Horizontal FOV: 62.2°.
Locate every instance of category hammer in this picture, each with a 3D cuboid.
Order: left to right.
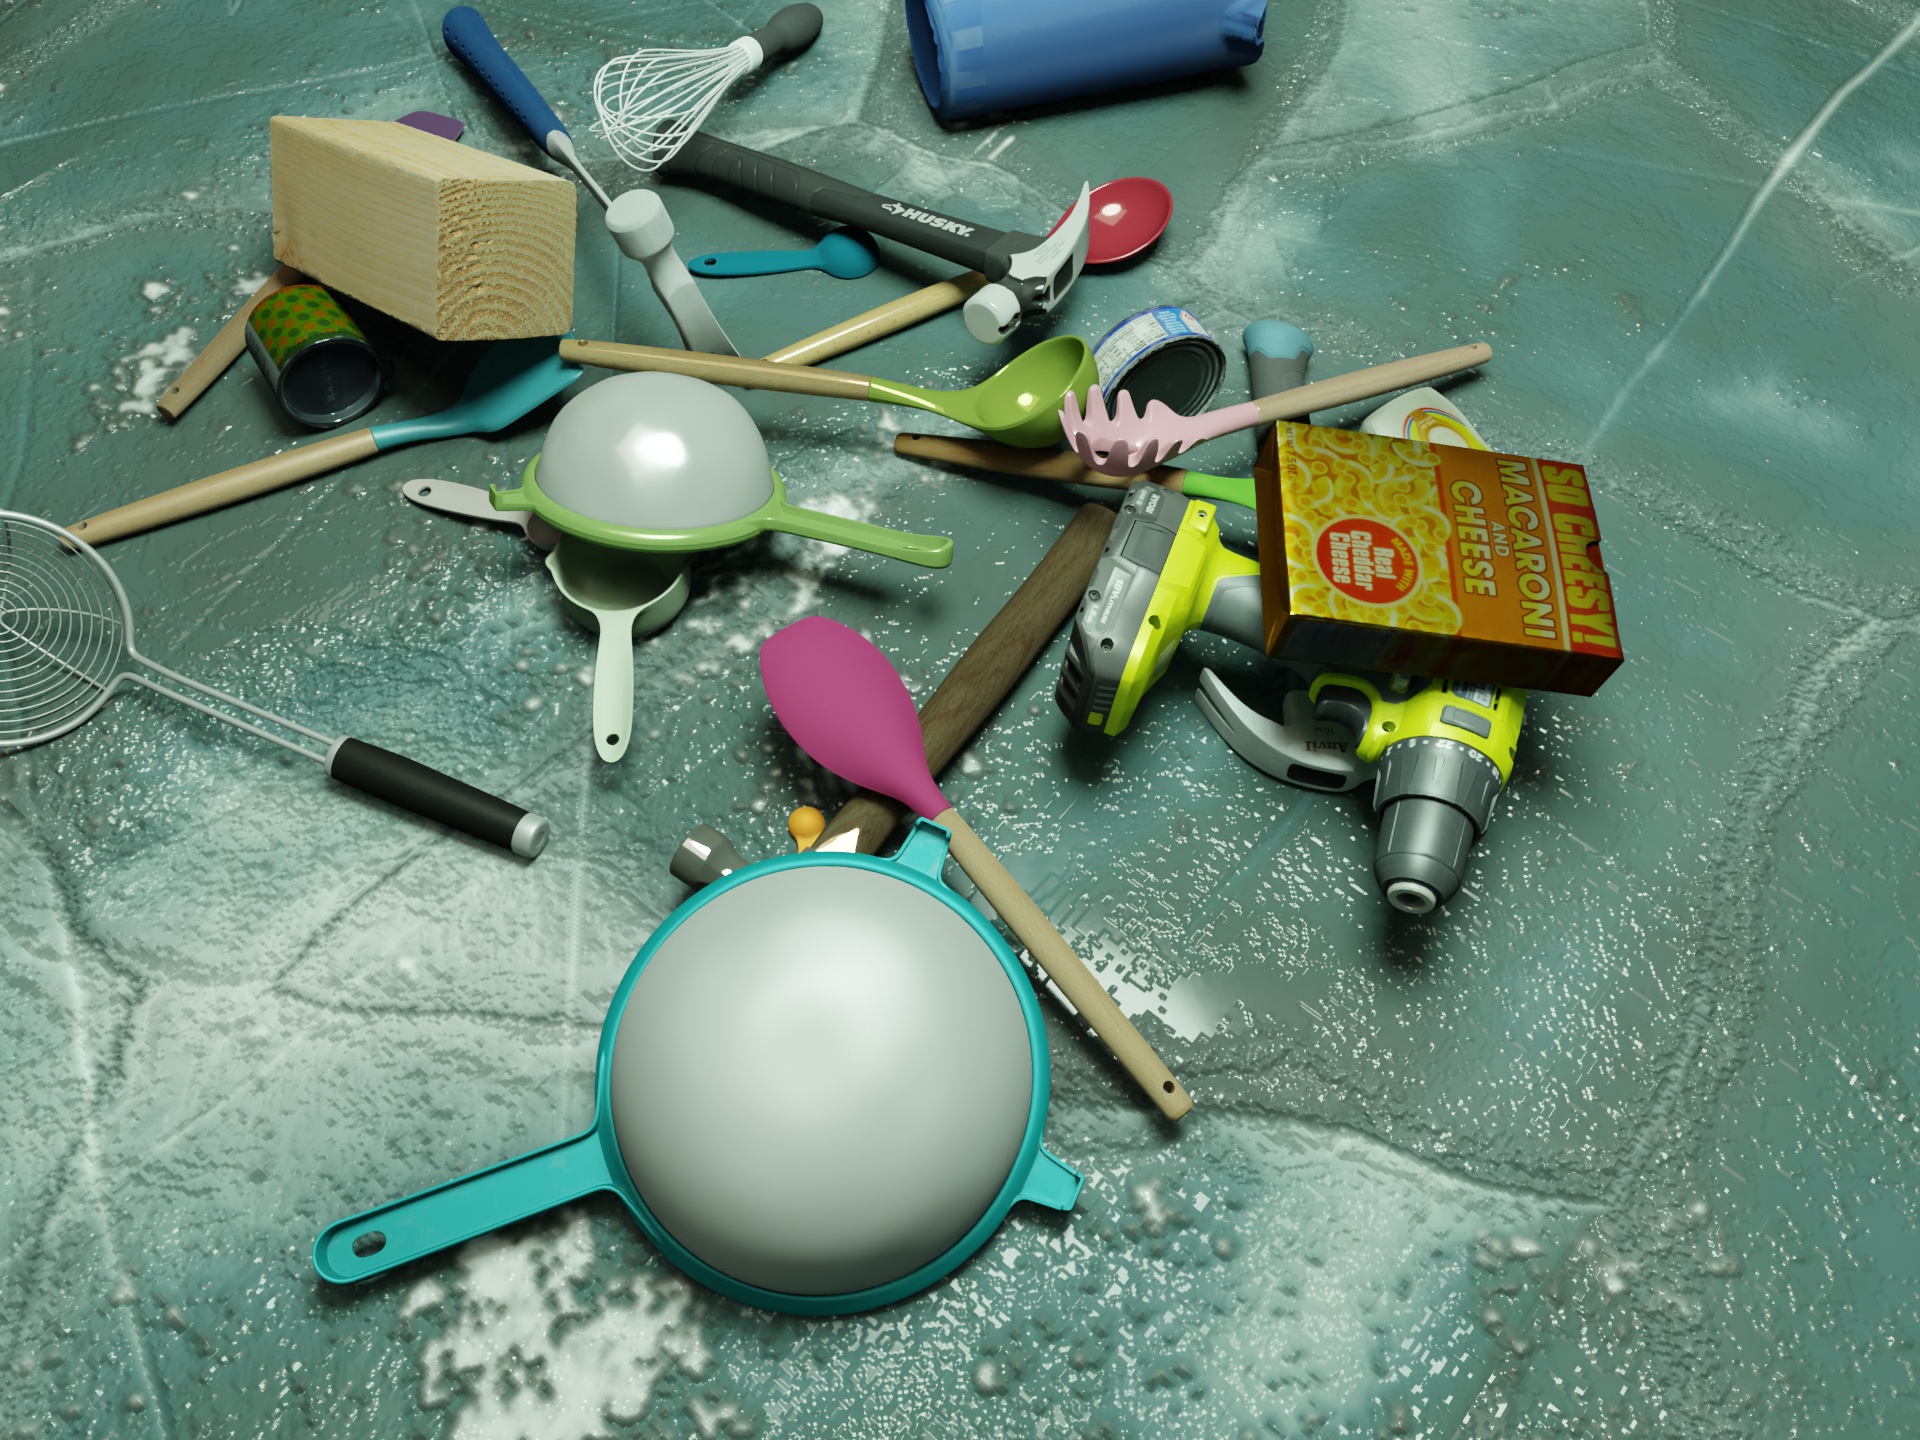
[{"bbox_3d":[-0.259,-0.369,1.052,0.035,0.143,0.406,-34,54,-5],"label":"hammer"},{"bbox_3d":[-0.069,-0.342,1.047,0.335,0.035,0.146,26,54,24],"label":"hammer"},{"bbox_3d":[-0.001,-0.003,0.855,0.130,0.031,0.331,34,61,10],"label":"hammer"},{"bbox_3d":[0.197,-0.108,0.929,0.128,0.033,0.331,2,58,-1],"label":"hammer"}]

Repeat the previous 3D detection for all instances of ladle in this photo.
[{"bbox_3d":[-0.079,-0.208,0.932,0.320,0.062,0.078,8,46,3],"label":"ladle"},{"bbox_3d":[0.001,-0.283,1.040,0.315,0.031,0.069,-26,57,-14],"label":"ladle"}]

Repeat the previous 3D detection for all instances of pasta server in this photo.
[{"bbox_3d":[0.195,-0.192,0.937,0.316,0.040,0.060,-18,47,-23],"label":"pasta server"}]

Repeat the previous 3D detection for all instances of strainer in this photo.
[{"bbox_3d":[-0.123,0.172,0.692,0.340,0.095,0.211,-19,73,-8],"label":"strainer"},{"bbox_3d":[-0.123,-0.143,0.889,0.256,0.069,0.151,15,32,13],"label":"strainer"}]

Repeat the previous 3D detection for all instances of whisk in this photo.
[{"bbox_3d":[-0.165,-0.450,1.100,0.070,0.070,0.285,22,43,13],"label":"whisk"}]

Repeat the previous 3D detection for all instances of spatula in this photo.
[{"bbox_3d":[-0.433,-0.312,1.058,0.060,0.018,0.316,18,58,11],"label":"spatula"},{"bbox_3d":[-0.382,-0.169,0.955,0.317,0.044,0.082,-22,58,-13],"label":"spatula"}]

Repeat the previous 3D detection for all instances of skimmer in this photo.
[{"bbox_3d":[-0.390,-0.002,0.823,0.363,0.090,0.127,21,92,9],"label":"skimmer"}]

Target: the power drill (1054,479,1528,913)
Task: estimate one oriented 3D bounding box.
[{"bbox_3d":[0.170,-0.017,0.806,0.228,0.080,0.191,20,58,7],"label":"power drill"}]

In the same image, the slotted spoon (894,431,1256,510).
[{"bbox_3d":[0.105,-0.140,0.923,0.314,0.031,0.070,12,51,20],"label":"slotted spoon"}]

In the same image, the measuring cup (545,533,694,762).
[{"bbox_3d":[-0.188,-0.043,0.882,0.083,0.038,0.168,-3,60,-3],"label":"measuring cup"}]

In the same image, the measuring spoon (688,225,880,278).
[{"bbox_3d":[-0.117,-0.313,1.059,0.128,0.021,0.042,-6,58,-6],"label":"measuring spoon"}]

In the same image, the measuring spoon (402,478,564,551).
[{"bbox_3d":[-0.278,-0.123,0.947,0.124,0.018,0.034,16,59,17],"label":"measuring spoon"}]

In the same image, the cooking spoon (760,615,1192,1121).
[{"bbox_3d":[0.006,0.067,0.787,0.069,0.017,0.319,-32,71,-24],"label":"cooking spoon"}]

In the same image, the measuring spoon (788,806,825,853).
[{"bbox_3d":[-0.073,0.094,0.811,0.021,0.011,0.117,-8,58,-5],"label":"measuring spoon"}]
